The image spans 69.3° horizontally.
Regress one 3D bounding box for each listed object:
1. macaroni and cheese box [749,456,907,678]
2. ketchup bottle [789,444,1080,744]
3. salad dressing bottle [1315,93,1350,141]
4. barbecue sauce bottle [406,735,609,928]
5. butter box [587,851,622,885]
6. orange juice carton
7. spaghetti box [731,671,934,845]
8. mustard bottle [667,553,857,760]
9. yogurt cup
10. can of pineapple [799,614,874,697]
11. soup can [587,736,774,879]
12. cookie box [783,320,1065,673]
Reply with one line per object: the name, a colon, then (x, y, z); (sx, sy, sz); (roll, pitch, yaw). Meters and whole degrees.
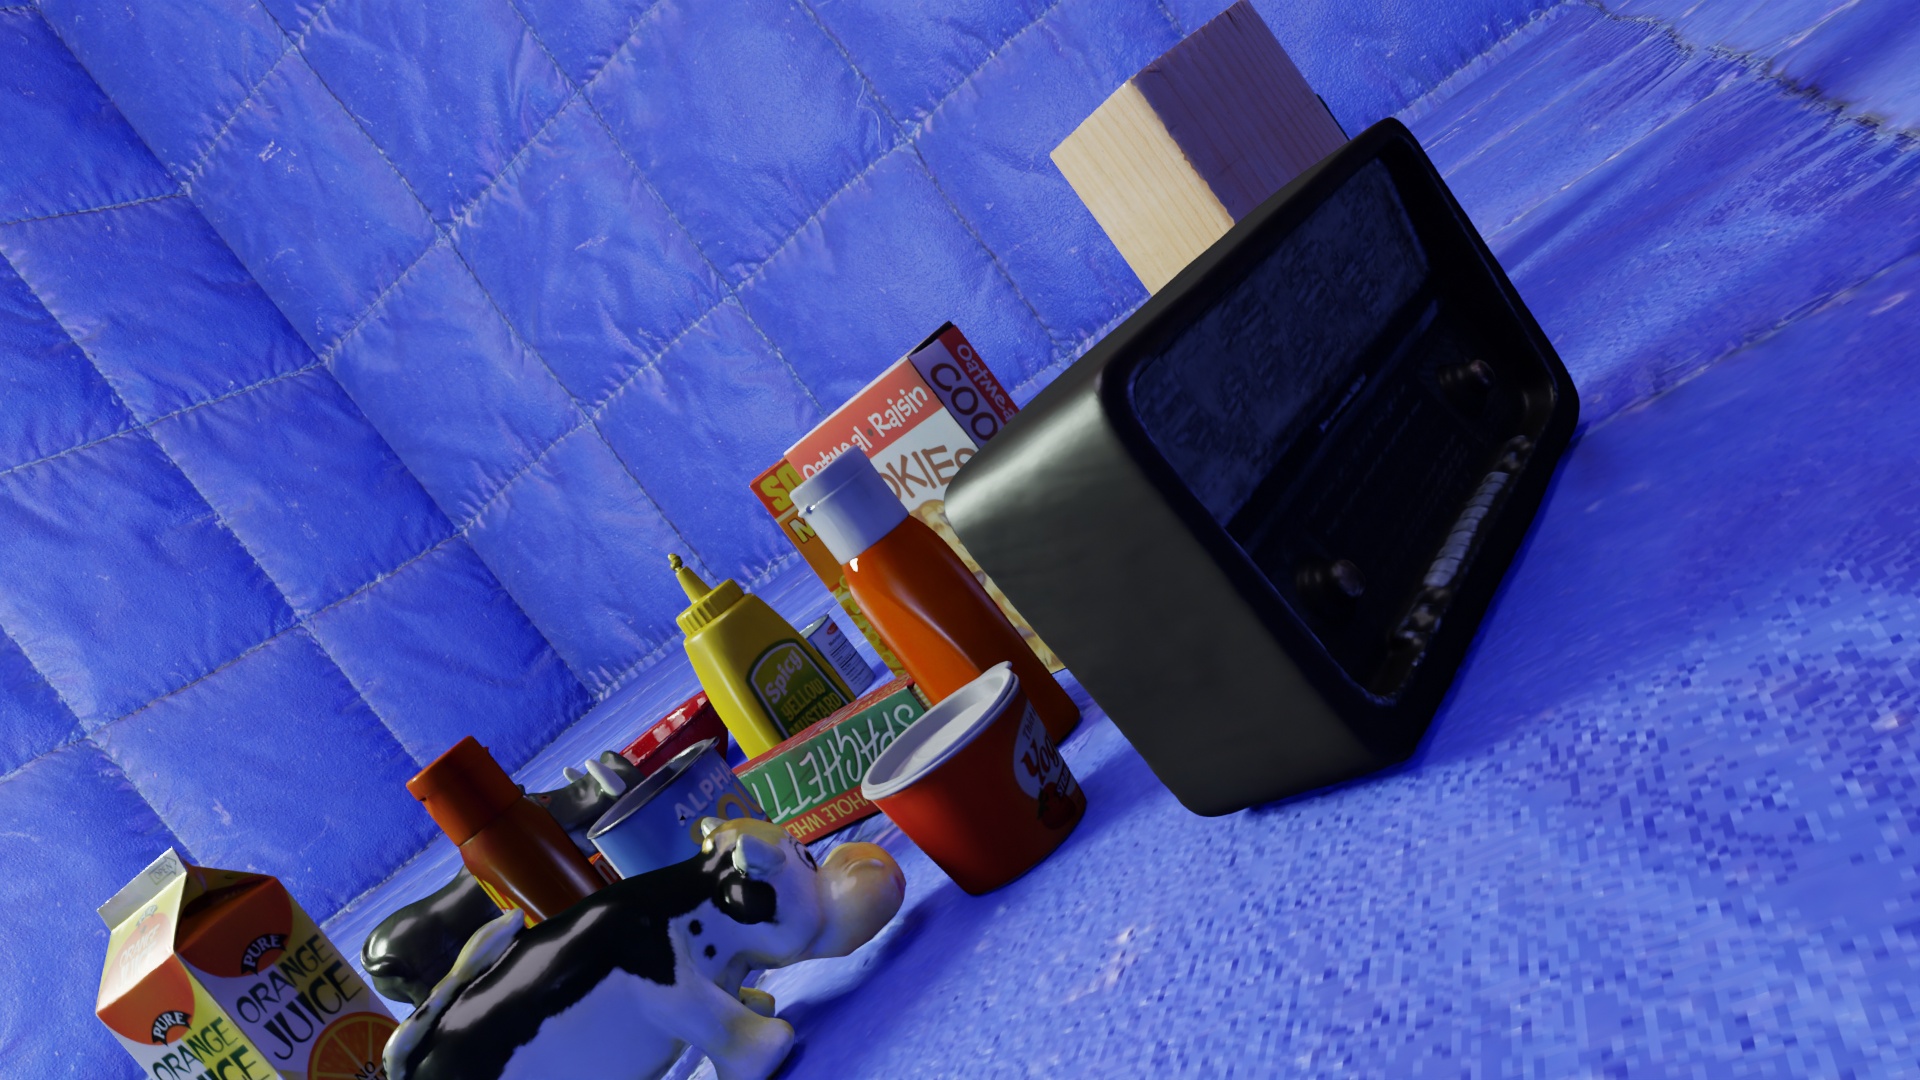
macaroni and cheese box: (-0.032, -0.007, 0.869); (0.123, 0.166, 0.040); (-36, 6, 10)
ketchup bottle: (-0.014, 0.029, 0.588); (0.044, 0.148, 0.064); (-40, 7, -27)
salad dressing bottle: (0.236, -0.191, 0.813); (0.044, 0.147, 0.064); (-40, 7, -28)
barbecue sauce bottle: (-0.195, 0.158, 0.646); (0.044, 0.148, 0.064); (-41, 7, -31)
butter box: (-0.198, 0.208, 0.734); (0.024, 0.053, 0.104); (-36, 6, 13)
orange juice carton: (-0.361, 0.247, 0.713); (0.071, 0.192, 0.073); (-35, 6, 21)
spaghetti box: (-0.082, 0.127, 0.702); (0.249, 0.050, 0.029); (-32, 8, 39)
mustard bottle: (-0.114, 0.072, 0.773); (0.065, 0.160, 0.048); (-42, 7, -36)
yogurt cup: (0.007, 0.086, 0.489); (0.072, 0.054, 0.072); (-37, 6, 5)
can of pineapple: (-0.106, 0.097, 1.017); (0.071, 0.058, 0.071); (-37, 6, 5)
soup can: (-0.110, 0.139, 0.614); (0.071, 0.083, 0.071); (-37, 6, 5)
cookie box: (0.002, -0.009, 0.685); (0.040, 0.167, 0.122); (-42, 8, -40)
